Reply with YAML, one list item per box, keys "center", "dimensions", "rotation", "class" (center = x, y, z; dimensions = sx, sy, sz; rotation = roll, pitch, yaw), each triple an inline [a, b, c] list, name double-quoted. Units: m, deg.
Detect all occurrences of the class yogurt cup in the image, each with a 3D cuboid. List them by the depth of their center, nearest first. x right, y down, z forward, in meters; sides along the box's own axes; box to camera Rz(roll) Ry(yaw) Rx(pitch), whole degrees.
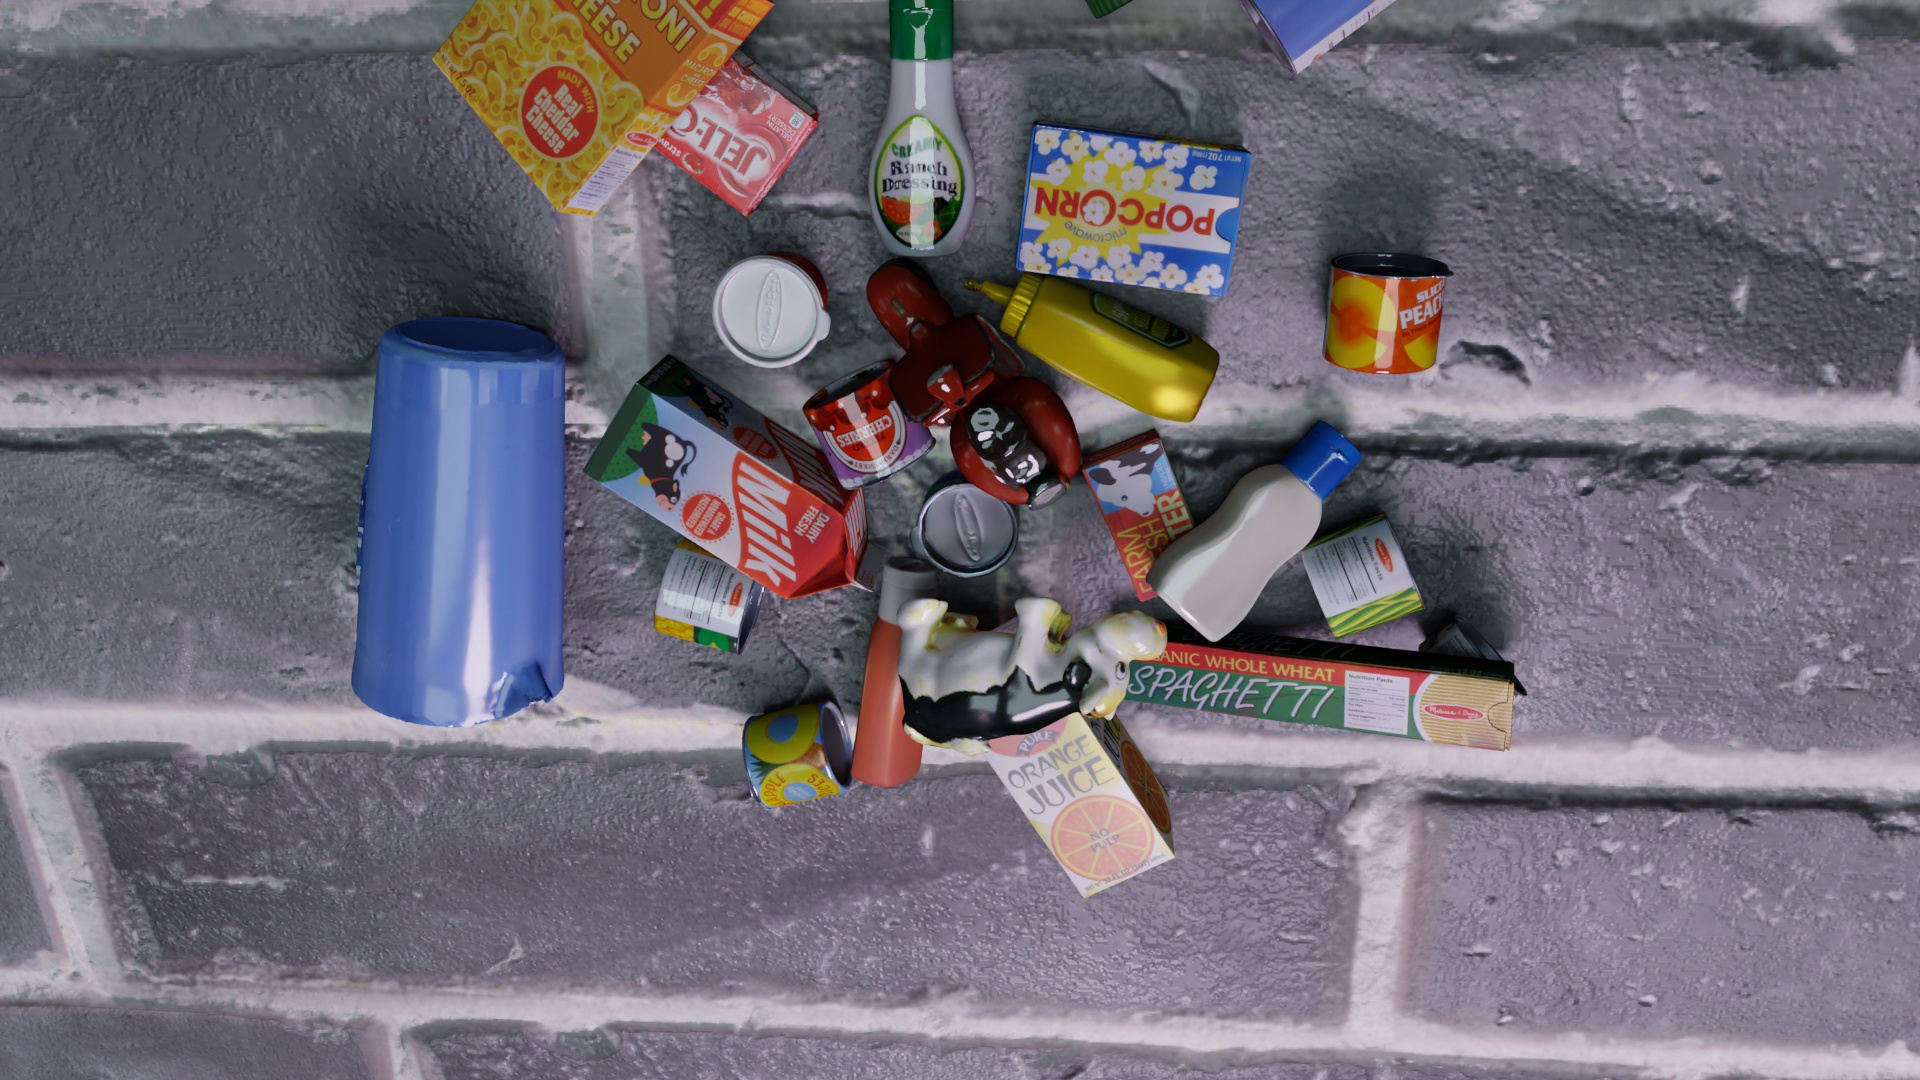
- center: [-0.113, -0.145, 0.848]
  dimensions: [0.072, 0.054, 0.072]
  rotation: [2, 112, 5]
  class: "yogurt cup"

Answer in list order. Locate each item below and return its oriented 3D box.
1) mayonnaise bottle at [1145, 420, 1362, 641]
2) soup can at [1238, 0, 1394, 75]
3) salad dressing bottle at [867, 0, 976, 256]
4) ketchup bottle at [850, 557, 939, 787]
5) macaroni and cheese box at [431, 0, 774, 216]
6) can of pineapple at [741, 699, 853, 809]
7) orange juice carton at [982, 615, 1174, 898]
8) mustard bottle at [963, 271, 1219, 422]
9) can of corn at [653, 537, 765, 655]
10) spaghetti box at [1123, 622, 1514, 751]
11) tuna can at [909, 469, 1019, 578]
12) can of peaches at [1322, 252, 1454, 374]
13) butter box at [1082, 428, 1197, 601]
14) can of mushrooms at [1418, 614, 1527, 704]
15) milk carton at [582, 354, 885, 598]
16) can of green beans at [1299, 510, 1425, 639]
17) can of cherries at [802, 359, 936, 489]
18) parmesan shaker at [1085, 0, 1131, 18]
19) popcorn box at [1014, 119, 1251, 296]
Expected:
- center: [0.186, -0.009, 0.867]
  dimensions: [0.064, 0.041, 0.148]
  rotation: [41, 95, -20]
  class: "mayonnaise bottle"
- center: [0.195, -0.306, 0.748]
  dimensions: [0.083, 0.071, 0.071]
  rotation: [-35, 105, 17]
  class: "soup can"
- center: [-0.023, -0.242, 0.806]
  dimensions: [0.064, 0.044, 0.147]
  rotation: [2, 112, 5]
  class: "salad dressing bottle"
- center: [-0.041, 0.087, 0.934]
  dimensions: [0.043, 0.065, 0.148]
  rotation: [13, 105, 18]
  class: "ketchup bottle"
- center: [-0.204, -0.287, 0.787]
  dimensions: [0.166, 0.040, 0.124]
  rotation: [-43, 83, 19]
  class: "macaroni and cheese box"
- center: [-0.111, 0.149, 0.960]
  dimensions: [0.058, 0.071, 0.070]
  rotation: [-15, 110, 11]
  class: "can of pineapple"
- center: [0.066, 0.138, 0.937]
  dimensions: [0.071, 0.073, 0.192]
  rotation: [-29, 106, 16]
  class: "orange juice carton"
- center: [0.076, -0.124, 0.836]
  dimensions: [0.160, 0.065, 0.048]
  rotation: [25, 118, 1]
  class: "mustard bottle"
- center: [-0.165, 0.037, 0.923]
  dimensions: [0.058, 0.071, 0.071]
  rotation: [16, 113, 0]
  class: "can of corn"
- center: [0.220, 0.090, 0.887]
  dimensions: [0.250, 0.029, 0.050]
  rotation: [5, 114, 23]
  class: "spaghetti box"
- center: [0.003, -0.011, 0.903]
  dimensions: [0.071, 0.033, 0.070]
  rotation: [2, 112, 5]
  class: "tuna can"
- center: [0.249, -0.133, 0.812]
  dimensions: [0.071, 0.071, 0.057]
  rotation: [2, 113, 4]
  class: "can of peaches"
- center: [0.121, -0.015, 0.896]
  dimensions: [0.053, 0.024, 0.103]
  rotation: [-21, 109, 12]
  class: "butter box"
- center: [0.330, 0.084, 0.896]
  dimensions: [0.071, 0.071, 0.033]
  rotation: [42, 110, -12]
  class: "can of mushrooms"
- center: [-0.132, -0.031, 0.887]
  dimensions: [0.190, 0.072, 0.073]
  rotation: [33, 111, -8]
  class: "milk carton"
- center: [0.253, 0.022, 0.876]
  dimensions: [0.058, 0.071, 0.071]
  rotation: [-23, 108, 15]
  class: "can of green beans"
- center: [-0.057, -0.072, 0.863]
  dimensions: [0.071, 0.072, 0.058]
  rotation: [-22, 108, 14]
  class: "can of cherries"
- center: [0.074, -0.341, 0.743]
  dimensions: [0.071, 0.071, 0.103]
  rotation: [-27, 108, 15]
  class: "parmesan shaker"
- center: [0.099, -0.196, 0.817]
  dimensions: [0.127, 0.038, 0.085]
  rotation: [8, 111, 2]
  class: "popcorn box"
